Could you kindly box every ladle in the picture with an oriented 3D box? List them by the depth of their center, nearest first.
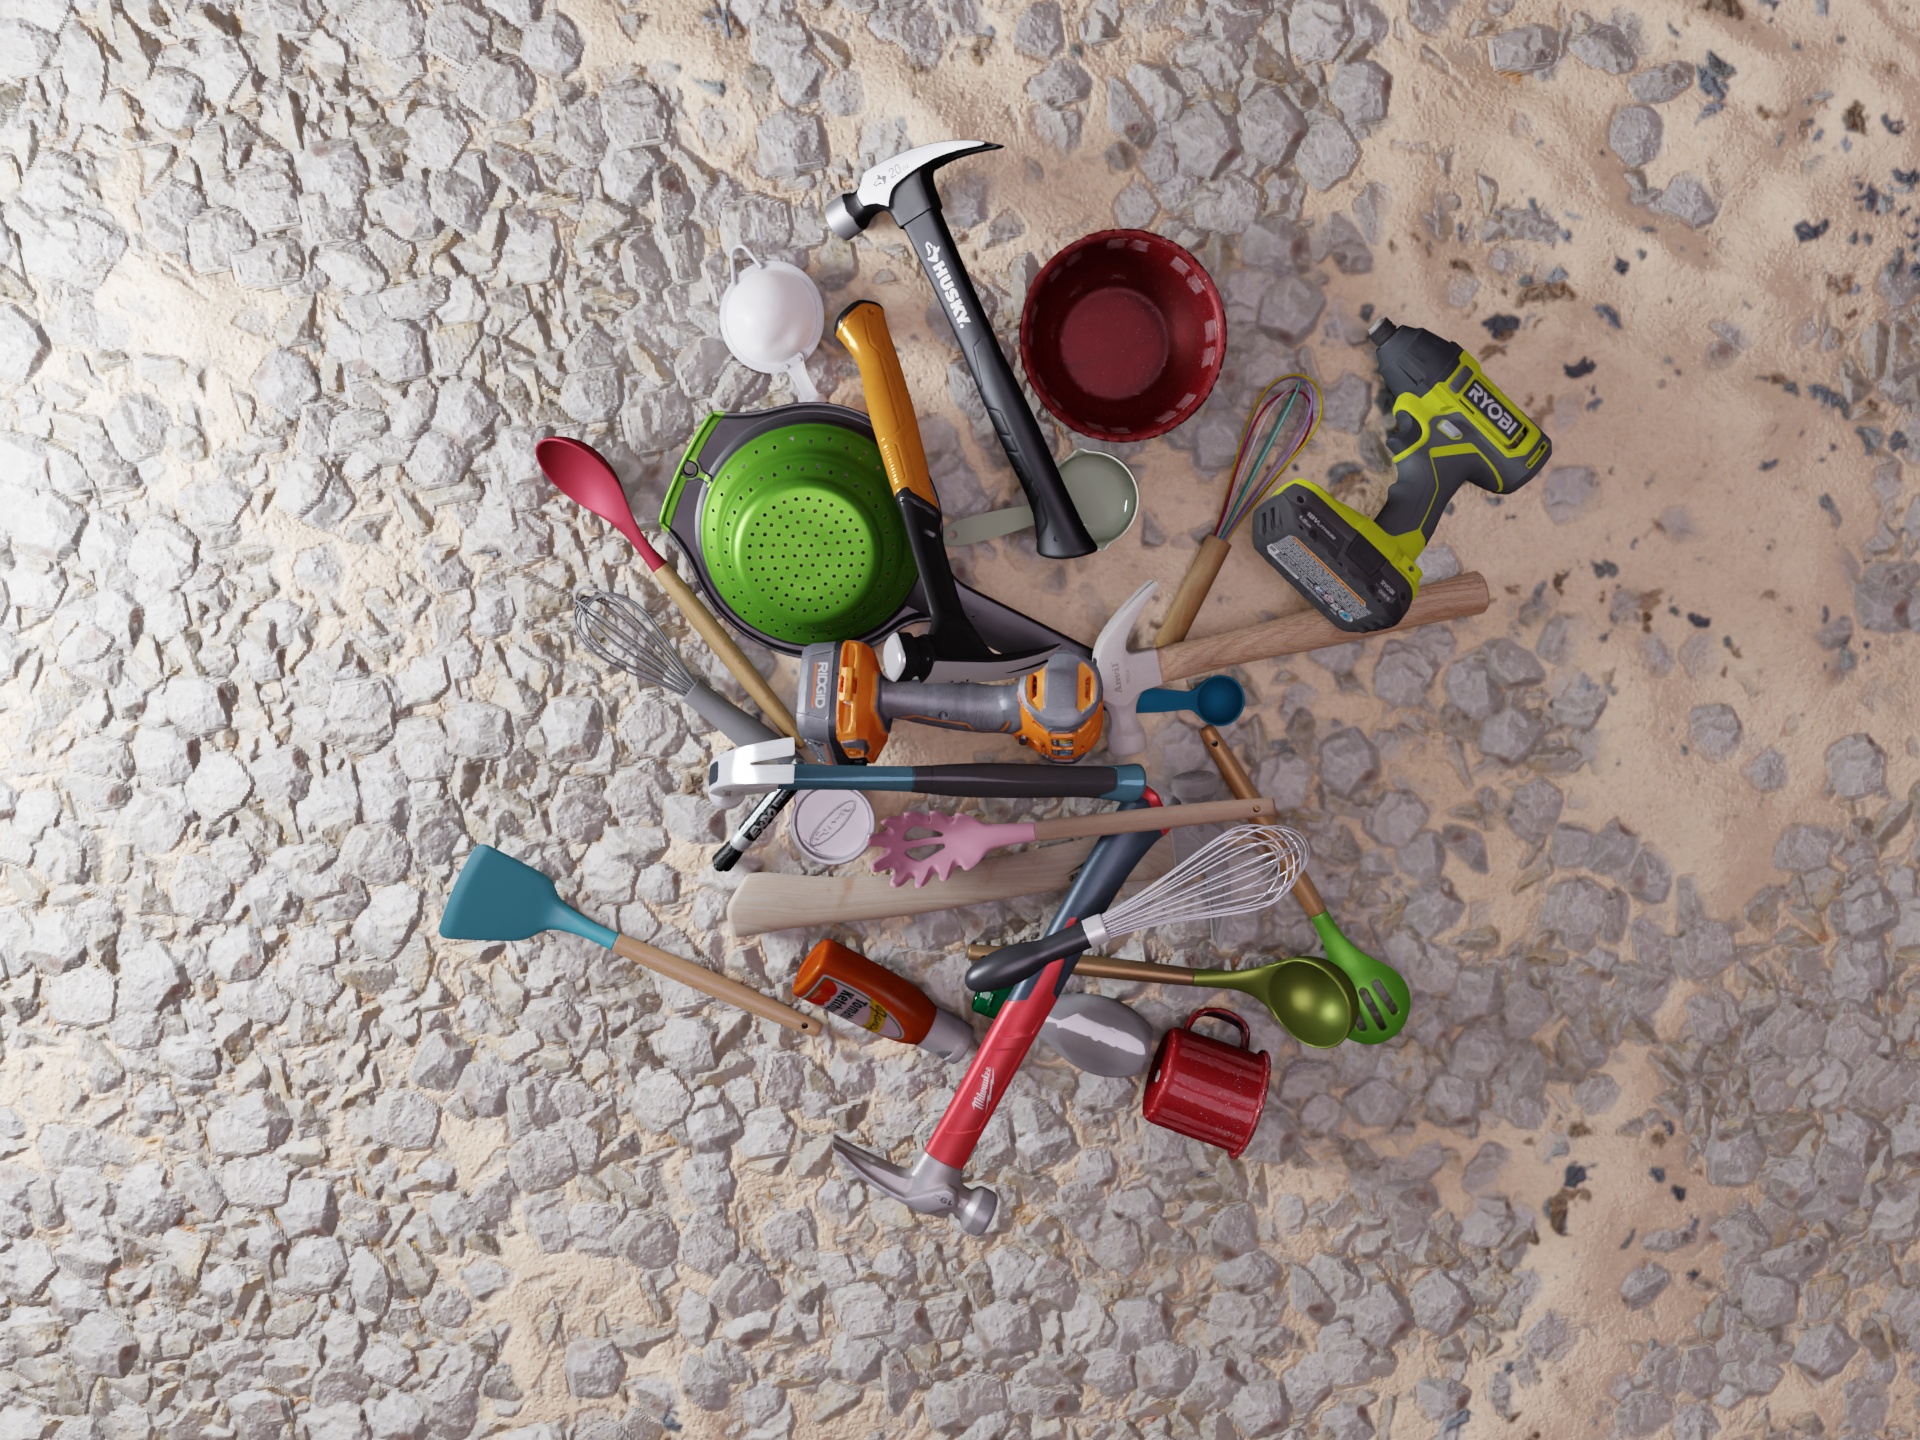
[{"bbox_3d":[-0.222,-0.101,1.265,0.315,0.069,0.031,52,54,-11],"label":"ladle"},{"bbox_3d":[0.164,0.214,1.303,0.320,0.062,0.078,6,116,3],"label":"ladle"}]

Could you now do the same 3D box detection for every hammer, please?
[{"bbox_3d":[-0.029,-0.177,1.180,0.127,0.034,0.337,-2,61,-26],"label":"hammer"},{"bbox_3d":[0.024,-0.276,1.208,0.146,0.035,0.335,-24,92,30],"label":"hammer"},{"bbox_3d":[-0.024,0.045,1.209,0.331,0.128,0.033,1,77,-10],"label":"hammer"},{"bbox_3d":[0.044,0.215,1.270,0.143,0.038,0.386,28,94,-5],"label":"hammer"},{"bbox_3d":[0.265,-0.071,1.272,0.331,0.031,0.130,-13,103,-8],"label":"hammer"},{"bbox_3d":[0.016,0.142,1.305,0.410,0.038,0.146,-8,99,-1],"label":"hammer"}]

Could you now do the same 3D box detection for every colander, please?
[{"bbox_3d":[-0.042,-0.101,1.231,0.397,0.094,0.204,26,105,-9],"label":"colander"}]

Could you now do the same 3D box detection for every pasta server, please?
[{"bbox_3d":[0.084,0.085,1.233,0.316,0.040,0.060,-7,95,13],"label":"pasta server"}]

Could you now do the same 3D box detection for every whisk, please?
[{"bbox_3d":[0.135,0.150,1.223,0.284,0.070,0.070,-23,97,6],"label":"whisk"},{"bbox_3d":[-0.213,-0.026,1.271,0.239,0.055,0.055,39,94,-11],"label":"whisk"},{"bbox_3d":[0.221,-0.163,1.273,0.047,0.051,0.245,24,98,-11],"label":"whisk"}]

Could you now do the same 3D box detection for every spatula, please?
[{"bbox_3d":[-0.259,0.195,1.297,0.317,0.044,0.082,24,92,-6],"label":"spatula"}]

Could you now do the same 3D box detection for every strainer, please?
[{"bbox_3d":[-0.117,-0.256,1.250,0.087,0.050,0.258,-27,101,17],"label":"strainer"}]

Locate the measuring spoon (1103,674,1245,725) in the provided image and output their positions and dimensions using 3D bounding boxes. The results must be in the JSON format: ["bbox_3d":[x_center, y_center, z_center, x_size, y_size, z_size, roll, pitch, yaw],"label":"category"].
[{"bbox_3d":[0.167,-0.017,1.294,0.128,0.021,0.042,0,96,-6],"label":"measuring spoon"}]

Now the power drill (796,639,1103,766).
[{"bbox_3d":[-0.002,-0.004,1.237,0.226,0.164,0.084,1,74,6],"label":"power drill"}]

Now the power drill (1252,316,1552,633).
[{"bbox_3d":[0.336,-0.193,1.236,0.171,0.080,0.223,42,74,-5],"label":"power drill"}]

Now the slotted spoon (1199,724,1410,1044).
[{"bbox_3d":[0.282,0.139,1.321,0.070,0.031,0.313,-31,96,7],"label":"slotted spoon"}]

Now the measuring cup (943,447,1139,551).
[{"bbox_3d":[0.062,-0.167,1.274,0.167,0.038,0.083,-13,100,15],"label":"measuring cup"}]
